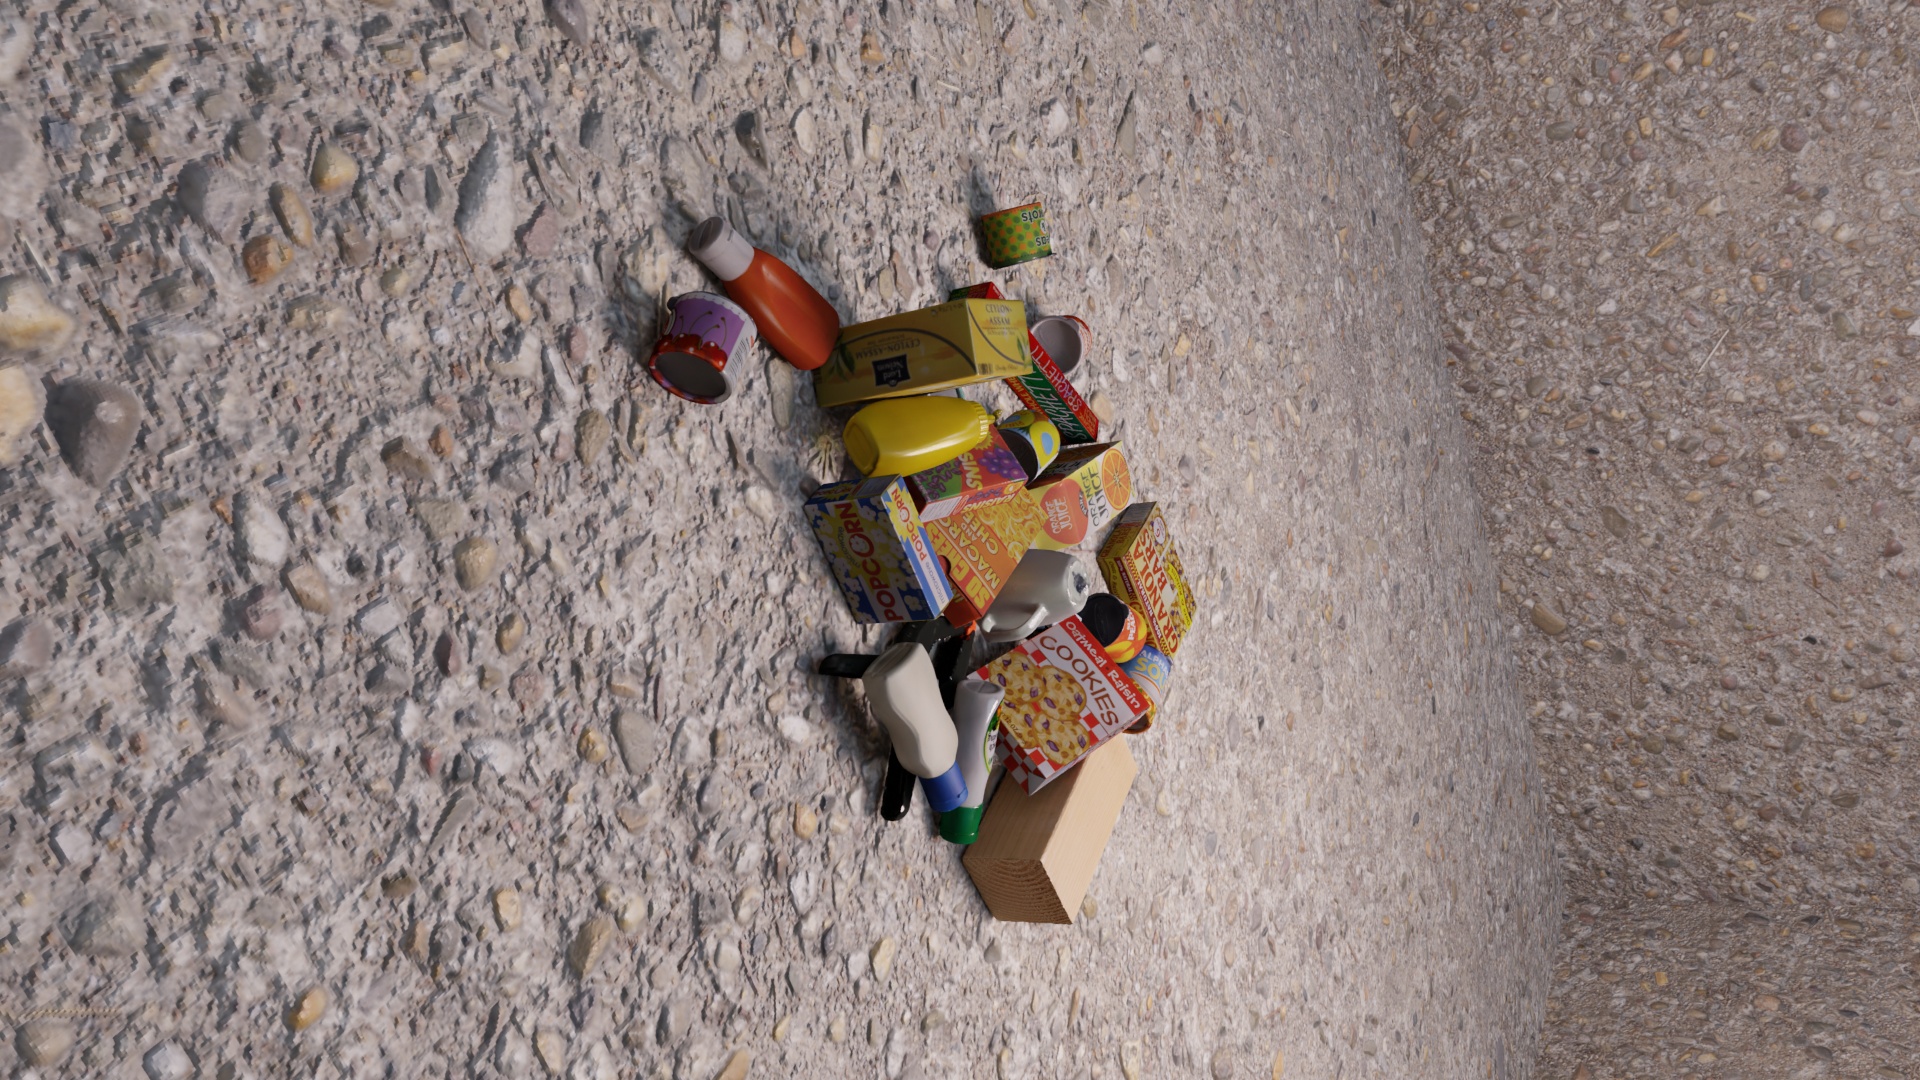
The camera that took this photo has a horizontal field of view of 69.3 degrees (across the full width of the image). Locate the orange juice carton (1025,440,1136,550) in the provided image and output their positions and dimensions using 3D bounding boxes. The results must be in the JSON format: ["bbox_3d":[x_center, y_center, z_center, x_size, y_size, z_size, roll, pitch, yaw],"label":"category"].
[{"bbox_3d":[0.111,-0.044,1.481,0.193,0.073,0.071,-33,112,-53],"label":"orange juice carton"}]

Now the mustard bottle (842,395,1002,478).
[{"bbox_3d":[-0.024,-0.096,1.219,0.161,0.048,0.065,-14,66,-37],"label":"mustard bottle"}]

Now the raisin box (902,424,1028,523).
[{"bbox_3d":[-0.011,-0.068,1.267,0.124,0.039,0.086,-14,61,-38],"label":"raisin box"}]

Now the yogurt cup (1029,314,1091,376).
[{"bbox_3d":[0.111,-0.217,1.523,0.054,0.072,0.072,-37,115,-62],"label":"yogurt cup"}]

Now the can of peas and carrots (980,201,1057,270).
[{"bbox_3d":[0.061,-0.320,1.459,0.071,0.071,0.058,-30,109,-55],"label":"can of peas and carrots"}]

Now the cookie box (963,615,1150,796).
[{"bbox_3d":[0.091,0.156,1.356,0.168,0.040,0.123,-25,70,-42],"label":"cookie box"}]

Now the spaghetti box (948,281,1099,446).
[{"bbox_3d":[0.071,-0.181,1.467,0.249,0.050,0.029,45,50,-43],"label":"spaghetti box"}]

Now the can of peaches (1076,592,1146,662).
[{"bbox_3d":[0.168,0.097,1.543,0.058,0.071,0.071,33,58,-51],"label":"can of peaches"}]

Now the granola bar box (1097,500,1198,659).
[{"bbox_3d":[0.228,0.054,1.670,0.125,0.039,0.165,-53,126,-47],"label":"granola bar box"}]

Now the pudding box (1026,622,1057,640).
[{"bbox_3d":[0.085,0.060,1.451,0.049,0.030,0.084,47,46,-62],"label":"pudding box"}]

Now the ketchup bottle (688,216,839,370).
[{"bbox_3d":[-0.158,-0.203,1.130,0.148,0.043,0.065,42,48,-45],"label":"ketchup bottle"}]

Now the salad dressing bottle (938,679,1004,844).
[{"bbox_3d":[0.008,0.203,1.273,0.064,0.044,0.147,-45,144,-76],"label":"salad dressing bottle"}]

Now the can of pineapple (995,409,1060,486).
[{"bbox_3d":[0.061,-0.096,1.421,0.058,0.071,0.070,-44,121,-51],"label":"can of pineapple"}]

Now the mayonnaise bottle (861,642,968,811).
[{"bbox_3d":[-0.034,0.163,1.191,0.065,0.041,0.147,-42,119,-44],"label":"mayonnaise bottle"}]

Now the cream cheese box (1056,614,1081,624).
[{"bbox_3d":[0.102,0.121,1.481,0.053,0.024,0.104,38,54,-49],"label":"cream cheese box"}]

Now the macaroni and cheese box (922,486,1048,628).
[{"bbox_3d":[0.005,-0.016,1.315,0.123,0.040,0.167,50,42,-13],"label":"macaroni and cheese box"}]

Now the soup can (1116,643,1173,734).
[{"bbox_3d":[0.198,0.167,1.575,0.071,0.071,0.084,58,41,-33],"label":"soup can"}]

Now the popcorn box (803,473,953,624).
[{"bbox_3d":[-0.069,0.010,1.187,0.038,0.085,0.126,-50,125,-47],"label":"popcorn box"}]

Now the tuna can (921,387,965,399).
[{"bbox_3d":[-0.024,-0.129,1.329,0.071,0.033,0.071,15,72,-54],"label":"tuna can"}]

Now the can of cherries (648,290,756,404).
[{"bbox_3d":[-0.196,-0.145,1.046,0.071,0.071,0.058,47,48,-42],"label":"can of cherries"}]
